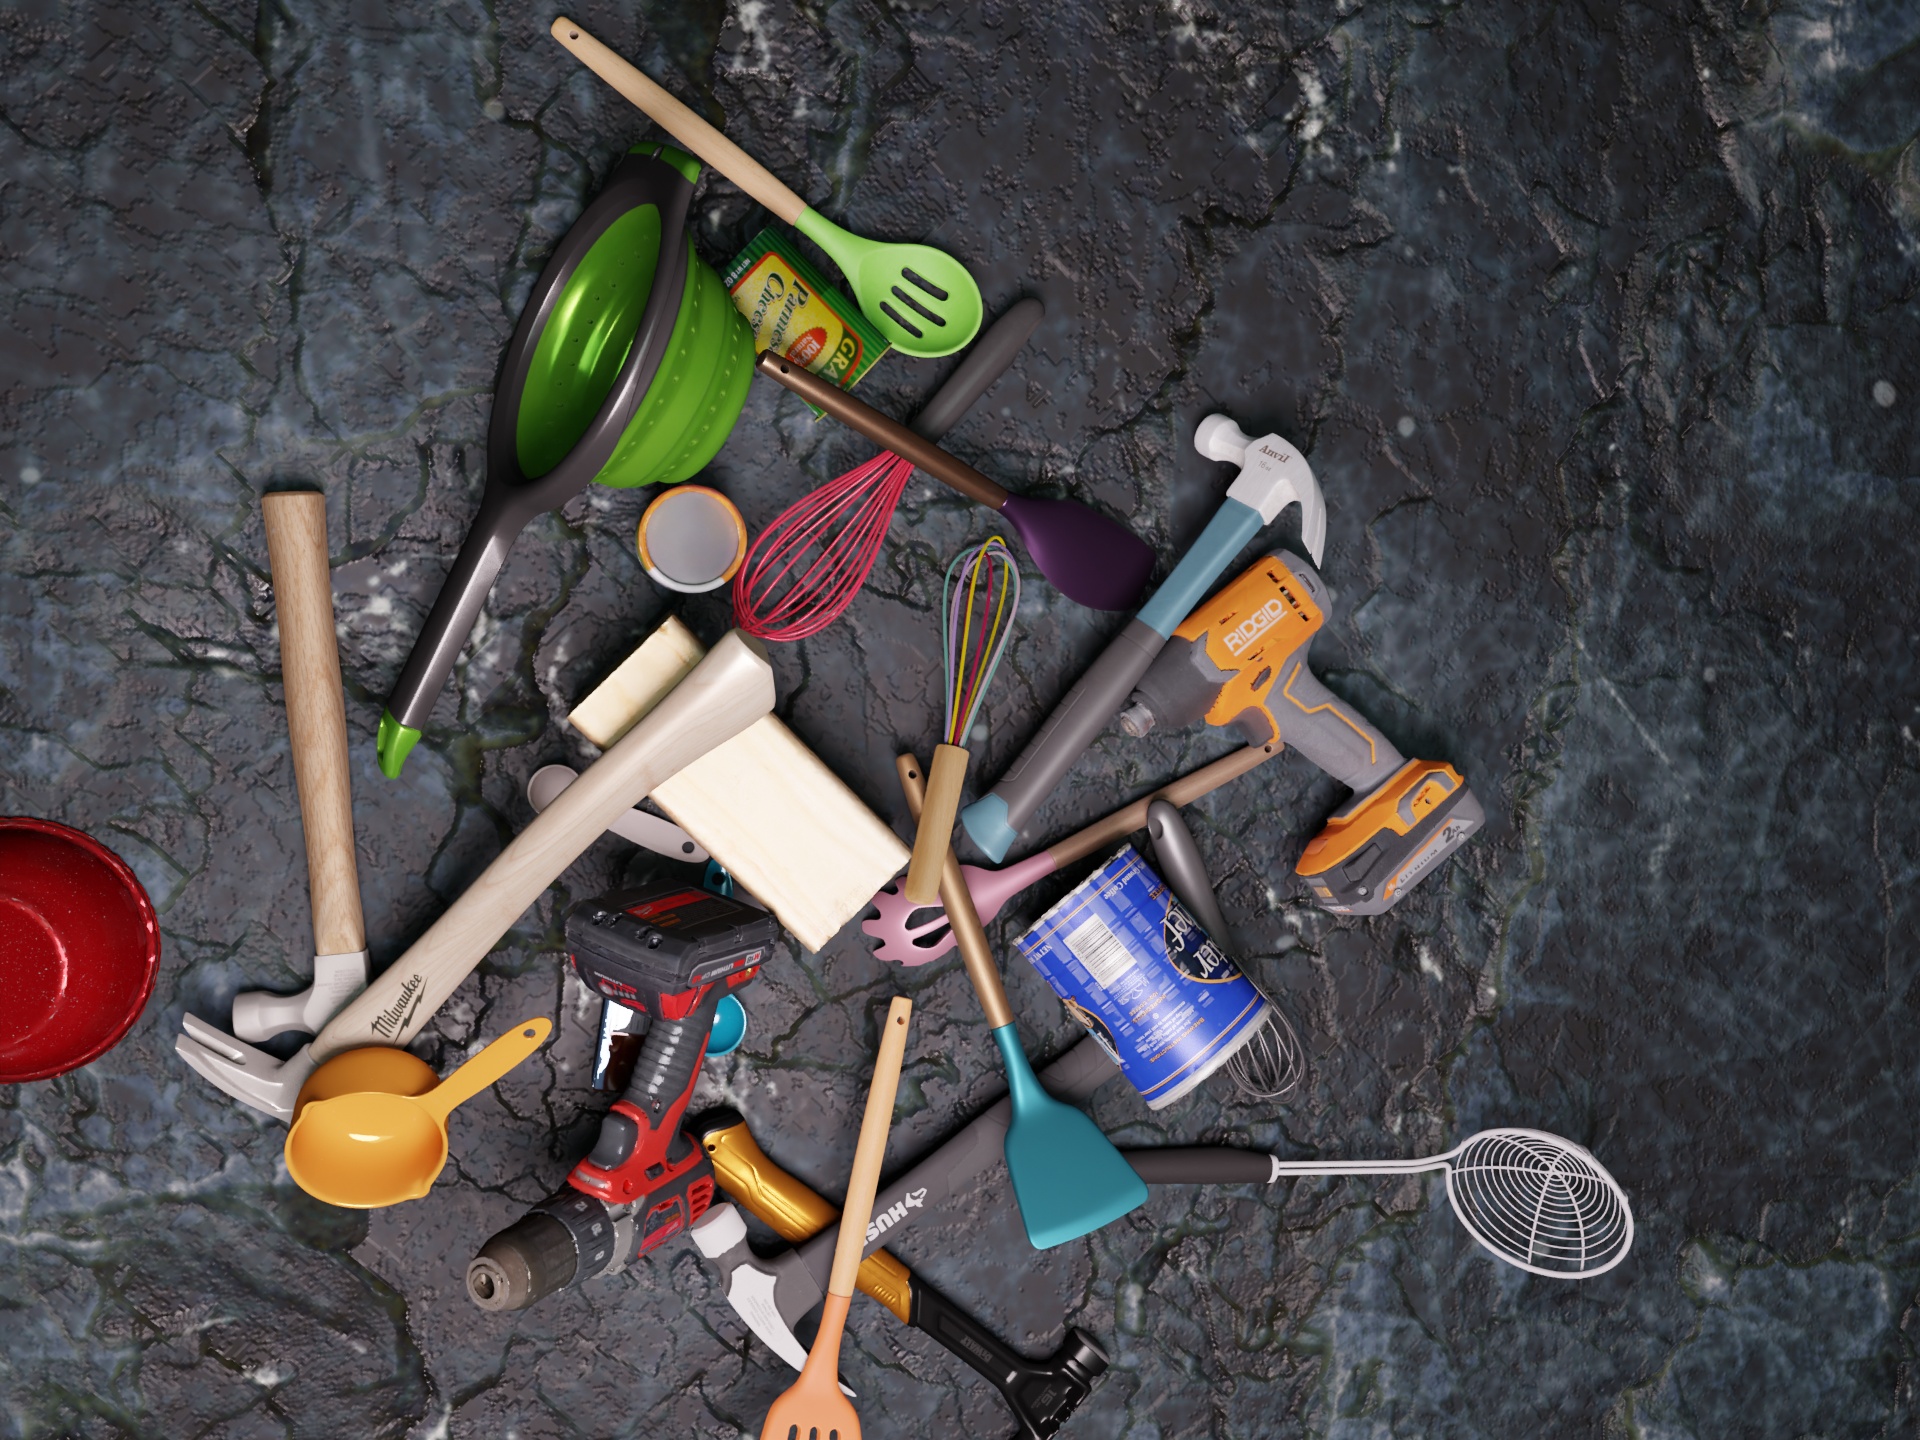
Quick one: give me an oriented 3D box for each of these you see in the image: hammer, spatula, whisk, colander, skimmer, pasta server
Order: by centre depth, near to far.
[{"bbox_3d":[-0.267,0.091,0.916,0.410,0.038,0.146,-43,122,11],"label":"hammer"},{"bbox_3d":[-0.223,-0.133,0.932,0.094,0.205,0.397,22,101,-36],"label":"colander"},{"bbox_3d":[-0.384,0.028,0.963,0.130,0.031,0.331,-5,96,-12],"label":"hammer"},{"bbox_3d":[-0.067,0.332,0.985,0.081,0.041,0.323,14,81,-15],"label":"spatula"},{"bbox_3d":[0.005,-0.148,0.998,0.315,0.018,0.060,27,87,-32],"label":"spatula"},{"bbox_3d":[0.022,0.168,1.009,0.082,0.044,0.317,-20,85,-15],"label":"spatula"},{"bbox_3d":[-0.042,-0.161,1.011,0.073,0.073,0.296,42,80,-13],"label":"whisk"},{"bbox_3d":[-0.003,-0.004,1.016,0.051,0.047,0.245,14,77,-4],"label":"whisk"},{"bbox_3d":[0.113,-0.048,1.025,0.331,0.128,0.033,-51,141,-4],"label":"hammer"},{"bbox_3d":[0.001,0.295,1.047,0.335,0.035,0.146,-33,96,-16],"label":"hammer"},{"bbox_3d":[-0.057,0.380,1.066,0.336,0.034,0.127,42,84,-12],"label":"hammer"},{"bbox_3d":[0.082,0.081,1.076,0.316,0.040,0.060,-26,100,-13],"label":"pasta server"},{"bbox_3d":[0.178,0.159,1.083,0.055,0.055,0.239,-27,104,-9],"label":"whisk"},{"bbox_3d":[0.282,0.335,1.108,0.363,0.090,0.127,3,126,-11],"label":"skimmer"}]

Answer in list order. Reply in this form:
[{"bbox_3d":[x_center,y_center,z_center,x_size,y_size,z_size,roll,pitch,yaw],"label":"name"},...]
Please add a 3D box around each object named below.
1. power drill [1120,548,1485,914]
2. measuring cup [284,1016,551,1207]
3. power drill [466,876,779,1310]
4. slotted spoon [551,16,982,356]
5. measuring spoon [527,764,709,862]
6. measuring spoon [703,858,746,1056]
[{"bbox_3d":[0.221,0.020,1.058,0.164,0.084,0.226,-38,91,-13],"label":"power drill"},{"bbox_3d":[-0.308,0.209,0.920,0.173,0.052,0.095,-35,121,4],"label":"measuring cup"},{"bbox_3d":[-0.195,0.217,0.914,0.080,0.188,0.226,18,101,23],"label":"power drill"},{"bbox_3d":[-0.120,-0.334,0.994,0.313,0.031,0.070,35,87,-11],"label":"slotted spoon"},{"bbox_3d":[-0.217,0.062,1.015,0.124,0.018,0.034,26,89,-20],"label":"measuring spoon"},{"bbox_3d":[-0.161,0.153,1.035,0.042,0.021,0.128,3,85,-23],"label":"measuring spoon"}]
